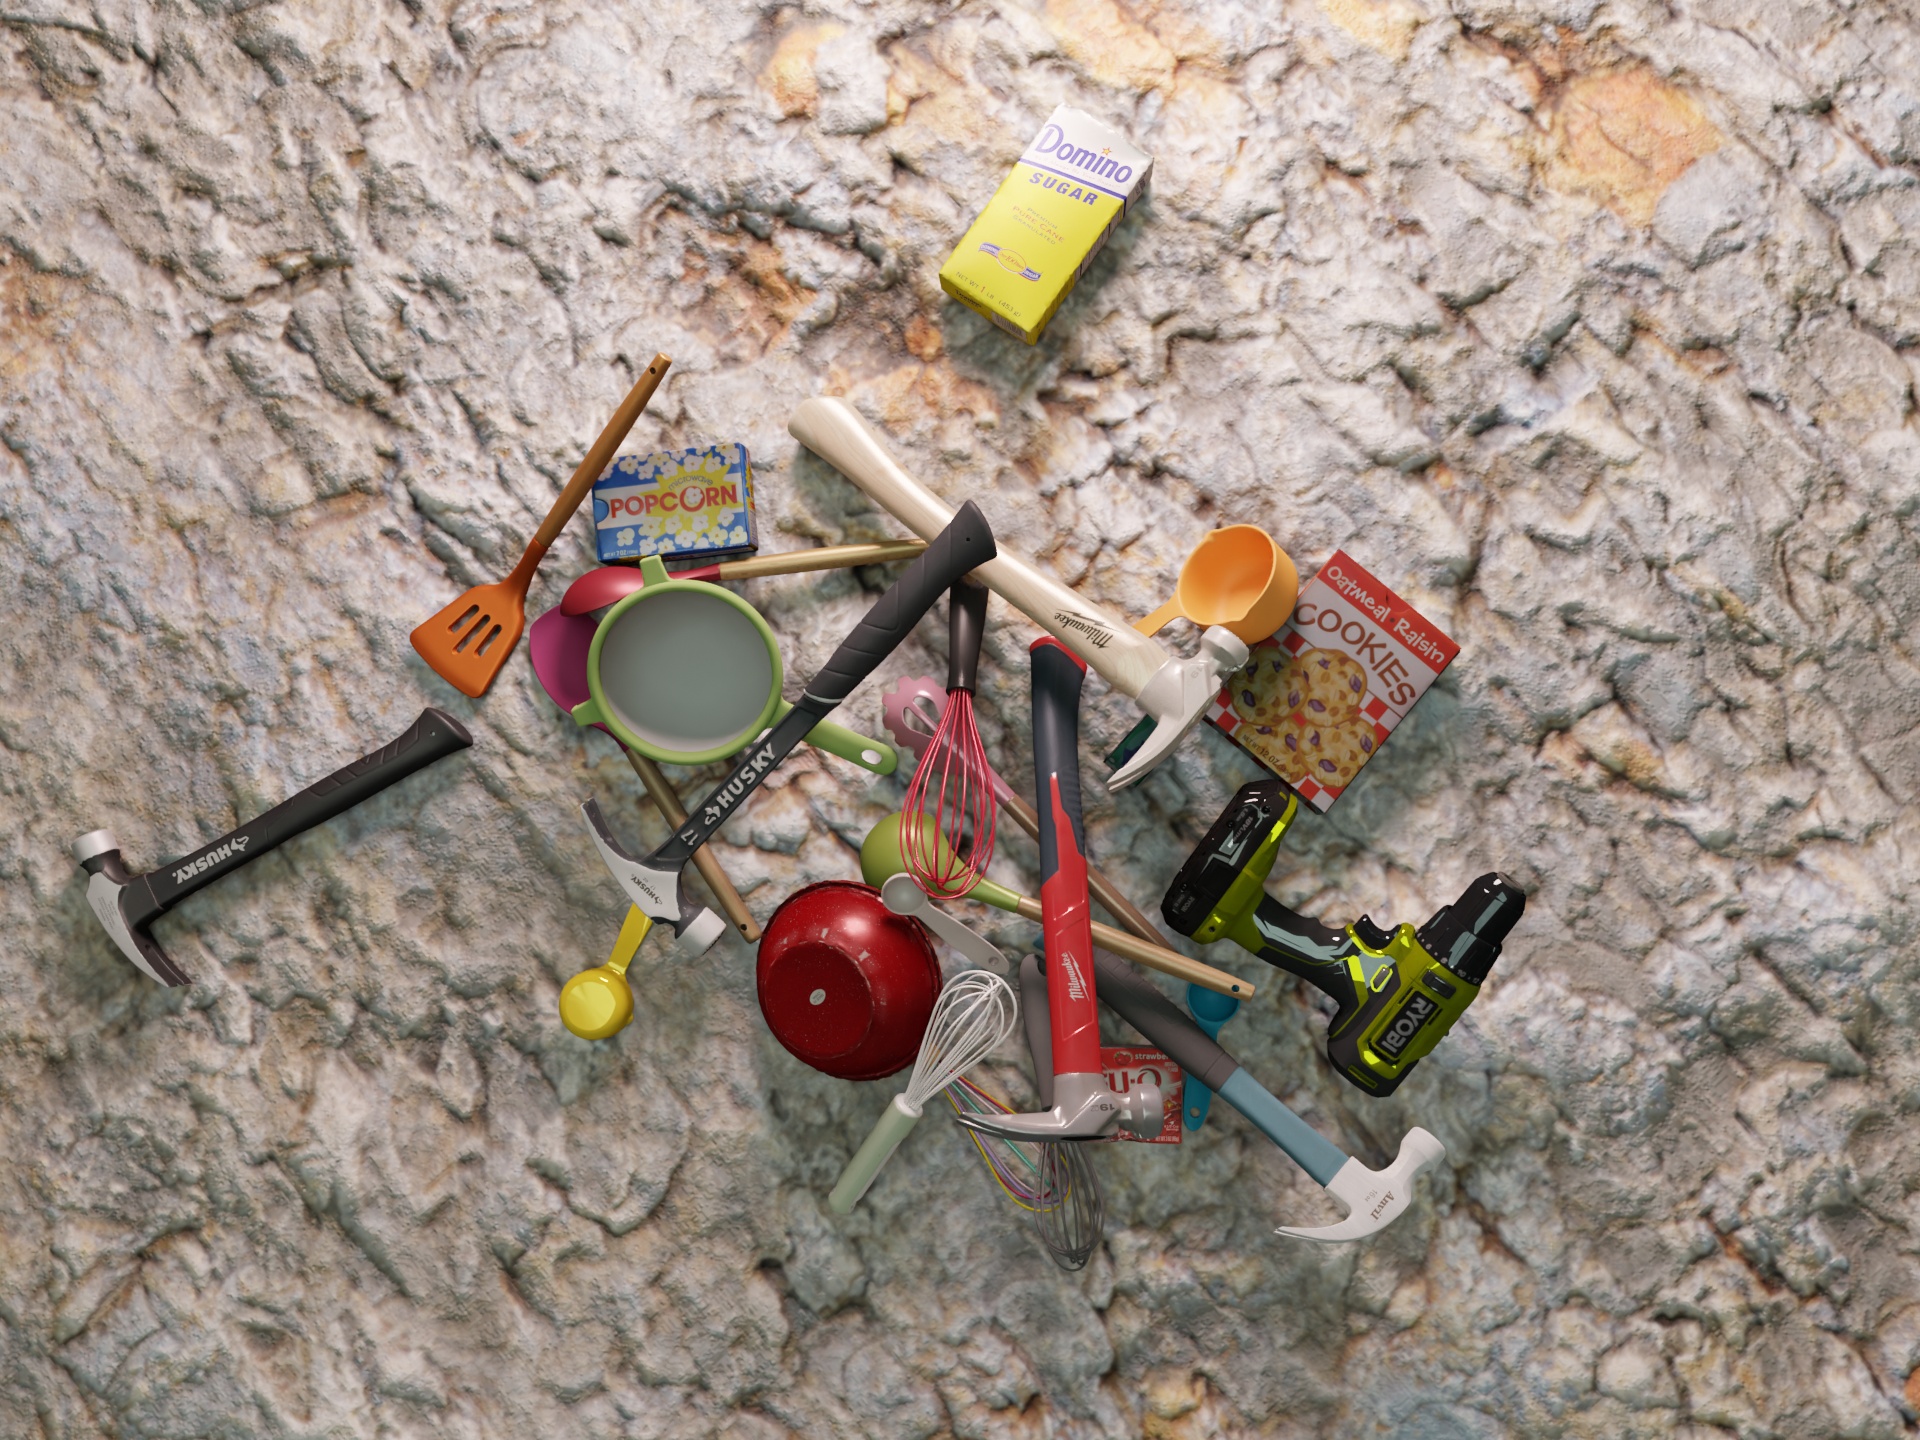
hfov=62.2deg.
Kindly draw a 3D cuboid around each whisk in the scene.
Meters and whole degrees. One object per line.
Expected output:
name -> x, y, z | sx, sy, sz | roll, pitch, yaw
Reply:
whisk -> -0.007, 0.286, 1.237 | 0.245, 0.051, 0.047 | 44, 95, 9
whisk -> -0.034, 0.286, 1.205 | 0.059, 0.058, 0.246 | 36, 110, 8
whisk -> -0.002, -0.004, 1.218 | 0.073, 0.073, 0.296 | 3, 65, 4
whisk -> 0.069, 0.290, 1.200 | 0.055, 0.055, 0.239 | -10, 63, 3

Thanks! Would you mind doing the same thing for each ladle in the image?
ladle -> -0.167, -0.122, 1.278 | 0.315, 0.069, 0.031 | -8, 114, -2
ladle -> 0.071, 0.150, 1.217 | 0.320, 0.062, 0.078 | 20, 87, 10

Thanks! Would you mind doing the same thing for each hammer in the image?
hammer -> -0.548, 0.088, 1.294 | 0.335, 0.035, 0.146 | -28, 83, 1
hammer -> 0.061, 0.114, 1.177 | 0.143, 0.038, 0.387 | 1, 65, -8
hammer -> 0.016, -0.117, 1.226 | 0.411, 0.038, 0.146 | 39, 82, 18
hammer -> 0.191, 0.260, 1.196 | 0.331, 0.033, 0.128 | 39, 74, 18
hammer -> -0.121, -0.009, 1.212 | 0.149, 0.036, 0.409 | 43, 100, -4

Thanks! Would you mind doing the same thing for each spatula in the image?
spatula -> -0.326, -0.161, 1.269 | 0.081, 0.041, 0.322 | 41, 108, 6

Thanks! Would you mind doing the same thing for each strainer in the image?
strainer -> -0.167, -0.024, 1.266 | 0.256, 0.069, 0.151 | 24, 107, -13

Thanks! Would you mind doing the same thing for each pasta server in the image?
pasta server -> 0.058, 0.082, 1.257 | 0.316, 0.040, 0.060 | 44, 90, 2

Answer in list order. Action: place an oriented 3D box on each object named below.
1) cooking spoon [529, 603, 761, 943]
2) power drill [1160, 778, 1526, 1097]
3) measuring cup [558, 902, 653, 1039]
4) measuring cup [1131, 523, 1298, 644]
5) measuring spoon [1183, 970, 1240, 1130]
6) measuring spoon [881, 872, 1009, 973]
cooking spoon -> -0.251, 0.044, 1.284 | 0.069, 0.017, 0.319 | -34, 84, 6
power drill -> 0.286, 0.146, 1.192 | 0.228, 0.080, 0.190 | 35, 106, 6
measuring cup -> -0.270, 0.182, 1.268 | 0.062, 0.029, 0.156 | 26, 89, 6
measuring cup -> 0.186, -0.080, 1.248 | 0.173, 0.052, 0.095 | -35, 46, 26
measuring spoon -> 0.192, 0.256, 1.240 | 0.042, 0.021, 0.128 | 10, 95, 17
measuring spoon -> -0.009, 0.154, 1.209 | 0.124, 0.018, 0.034 | 39, 110, -19
